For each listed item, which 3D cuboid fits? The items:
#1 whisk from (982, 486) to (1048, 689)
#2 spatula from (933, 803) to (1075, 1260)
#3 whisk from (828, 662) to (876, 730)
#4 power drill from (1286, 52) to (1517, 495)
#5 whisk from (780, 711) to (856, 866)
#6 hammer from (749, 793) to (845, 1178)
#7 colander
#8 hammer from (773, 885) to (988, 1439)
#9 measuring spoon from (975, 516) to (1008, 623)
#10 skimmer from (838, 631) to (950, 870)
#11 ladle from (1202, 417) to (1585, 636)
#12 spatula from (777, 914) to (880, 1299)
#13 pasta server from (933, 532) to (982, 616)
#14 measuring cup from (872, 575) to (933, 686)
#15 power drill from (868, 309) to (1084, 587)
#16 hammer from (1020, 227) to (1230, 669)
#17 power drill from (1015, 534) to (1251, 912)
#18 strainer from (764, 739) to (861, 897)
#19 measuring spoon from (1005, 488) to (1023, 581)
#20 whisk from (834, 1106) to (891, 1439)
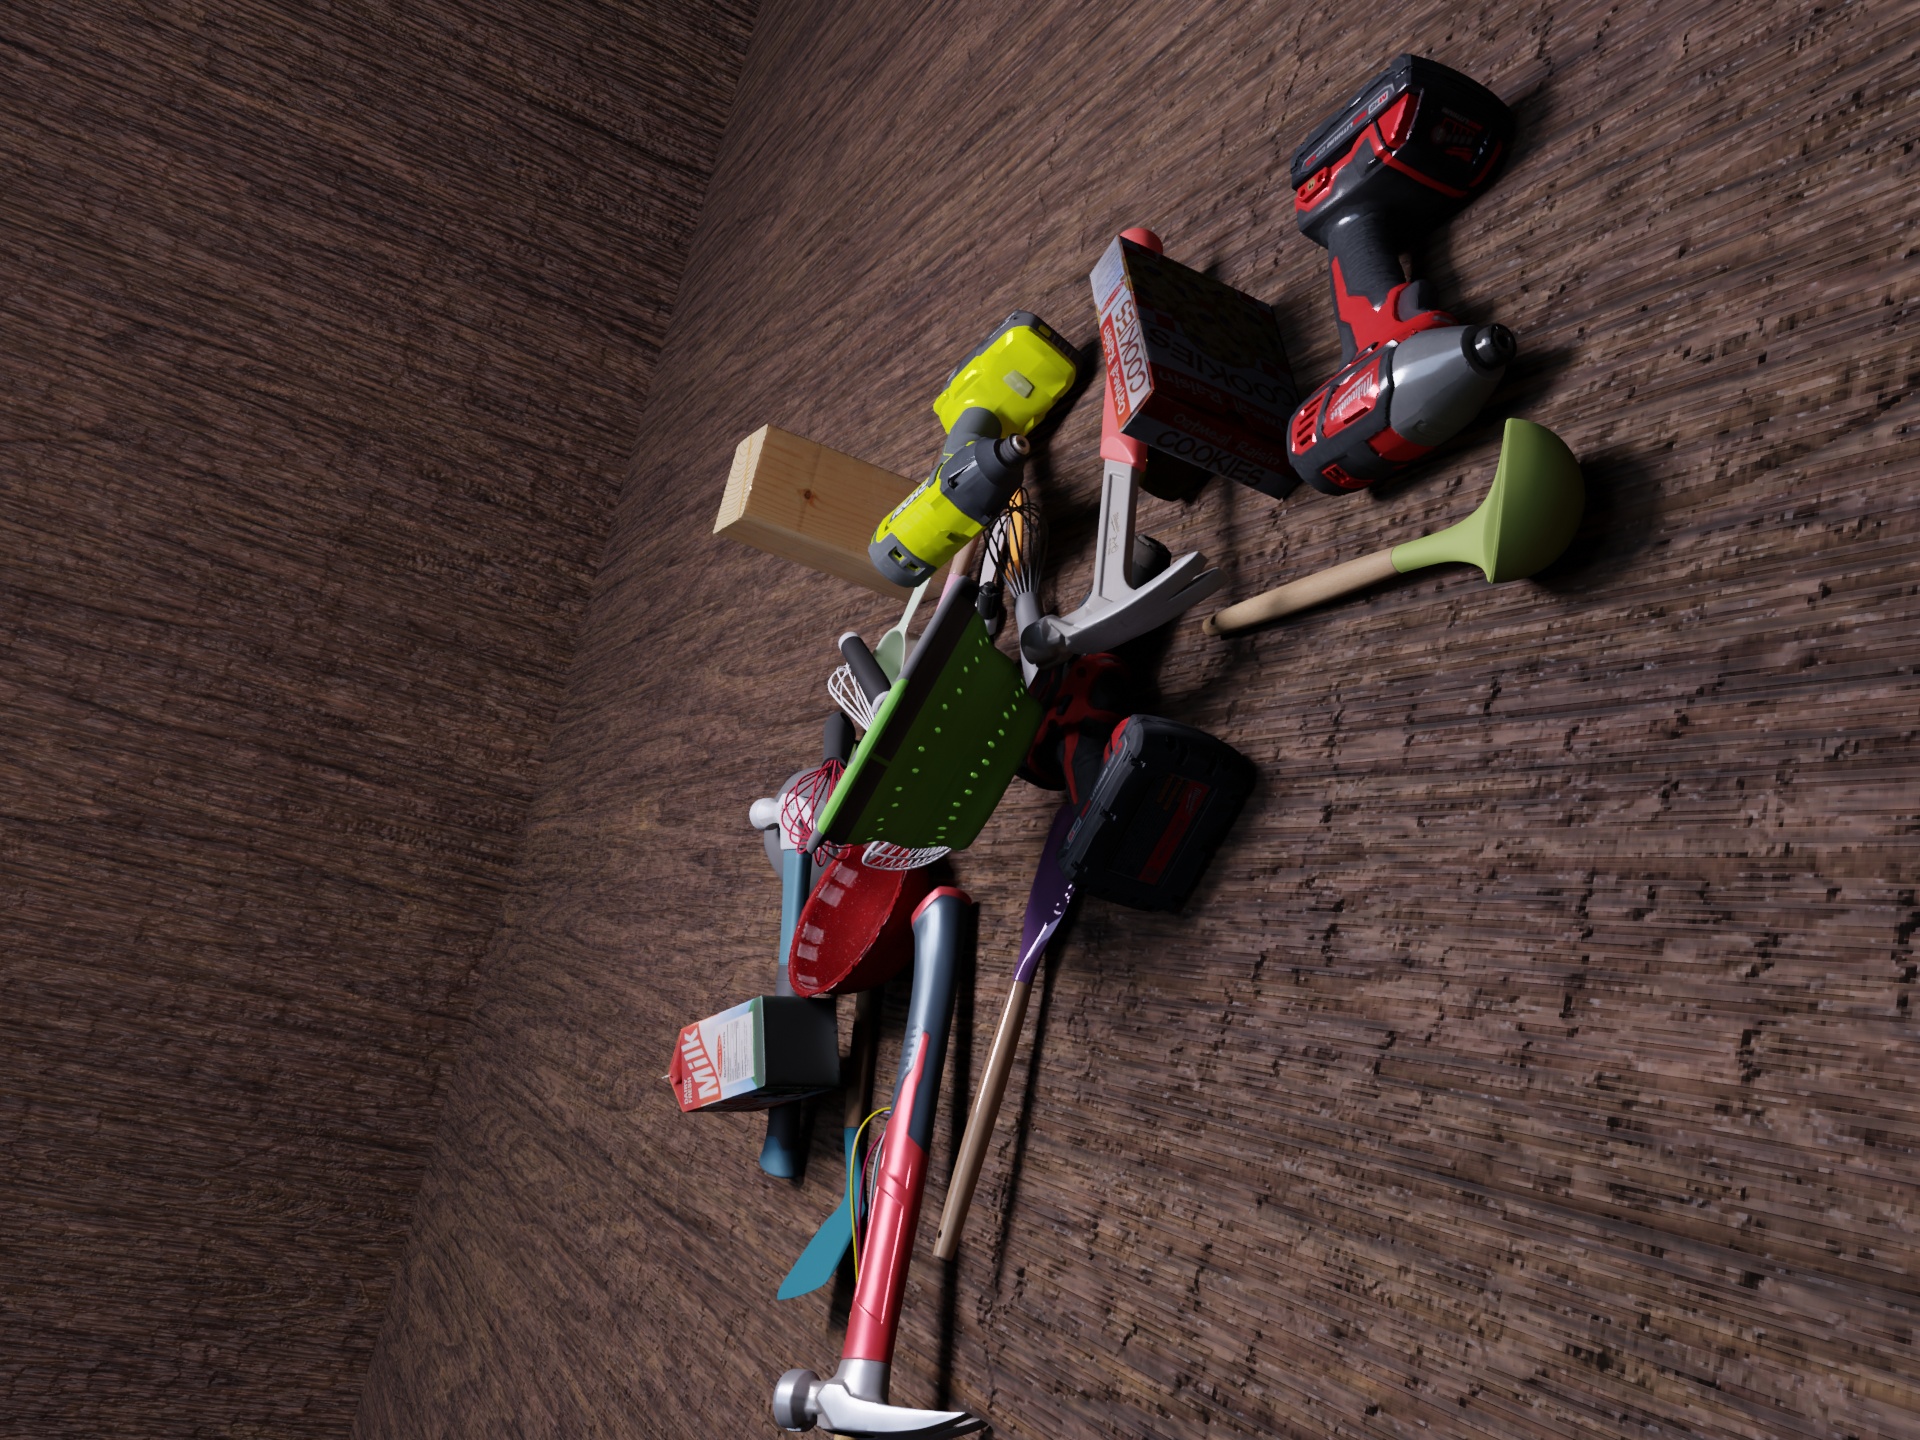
[{"bbox_3d":[0.055,-0.093,1.236,0.055,0.055,0.239,-51,35,40],"label":"whisk"},{"bbox_3d":[0.035,0.201,1.063,0.060,0.018,0.316,-15,53,61],"label":"spatula"},{"bbox_3d":[-0.075,0.010,1.451,0.247,0.059,0.057,-116,12,-53],"label":"whisk"},{"bbox_3d":[0.246,-0.246,0.882,0.143,0.078,0.220,-30,50,58],"label":"power drill"},{"bbox_3d":[-0.112,0.048,1.389,0.296,0.073,0.073,-92,26,-71],"label":"whisk"},{"bbox_3d":[-0.149,0.228,1.394,0.128,0.033,0.331,-11,74,51],"label":"hammer"},{"bbox_3d":[-0.002,-0.004,1.105,0.204,0.094,0.397,-60,2,15],"label":"colander"},{"bbox_3d":[-0.023,0.290,1.102,0.143,0.038,0.387,-9,52,28],"label":"hammer"},{"bbox_3d":[0.030,-0.121,1.351,0.034,0.018,0.124,-23,45,46],"label":"measuring spoon"},{"bbox_3d":[-0.065,0.000,1.302,0.127,0.090,0.364,-46,34,9],"label":"skimmer"},{"bbox_3d":[0.212,-0.085,0.862,0.320,0.062,0.078,-19,58,65],"label":"ladle"},{"bbox_3d":[-0.092,0.299,1.273,0.082,0.044,0.318,-38,39,48],"label":"spatula"},{"bbox_3d":[0.012,-0.148,1.394,0.060,0.040,0.316,-4,66,65],"label":"pasta server"},{"bbox_3d":[-0.034,-0.082,1.425,0.167,0.038,0.083,-66,26,15],"label":"measuring cup"},{"bbox_3d":[0.020,-0.223,1.274,0.171,0.080,0.223,-37,23,44],"label":"power drill"},{"bbox_3d":[0.117,-0.203,1.060,0.149,0.036,0.359,-26,43,41],"label":"hammer"},{"bbox_3d":[0.105,-0.005,1.020,0.188,0.080,0.227,-63,21,20],"label":"power drill"},{"bbox_3d":[-0.143,0.137,1.470,0.151,0.069,0.257,-56,27,33],"label":"strainer"},{"bbox_3d":[0.043,-0.164,1.348,0.021,0.011,0.117,-47,33,44],"label":"measuring spoon"},{"bbox_3d":[-0.062,0.403,1.140,0.051,0.047,0.245,-18,62,61],"label":"whisk"}]
